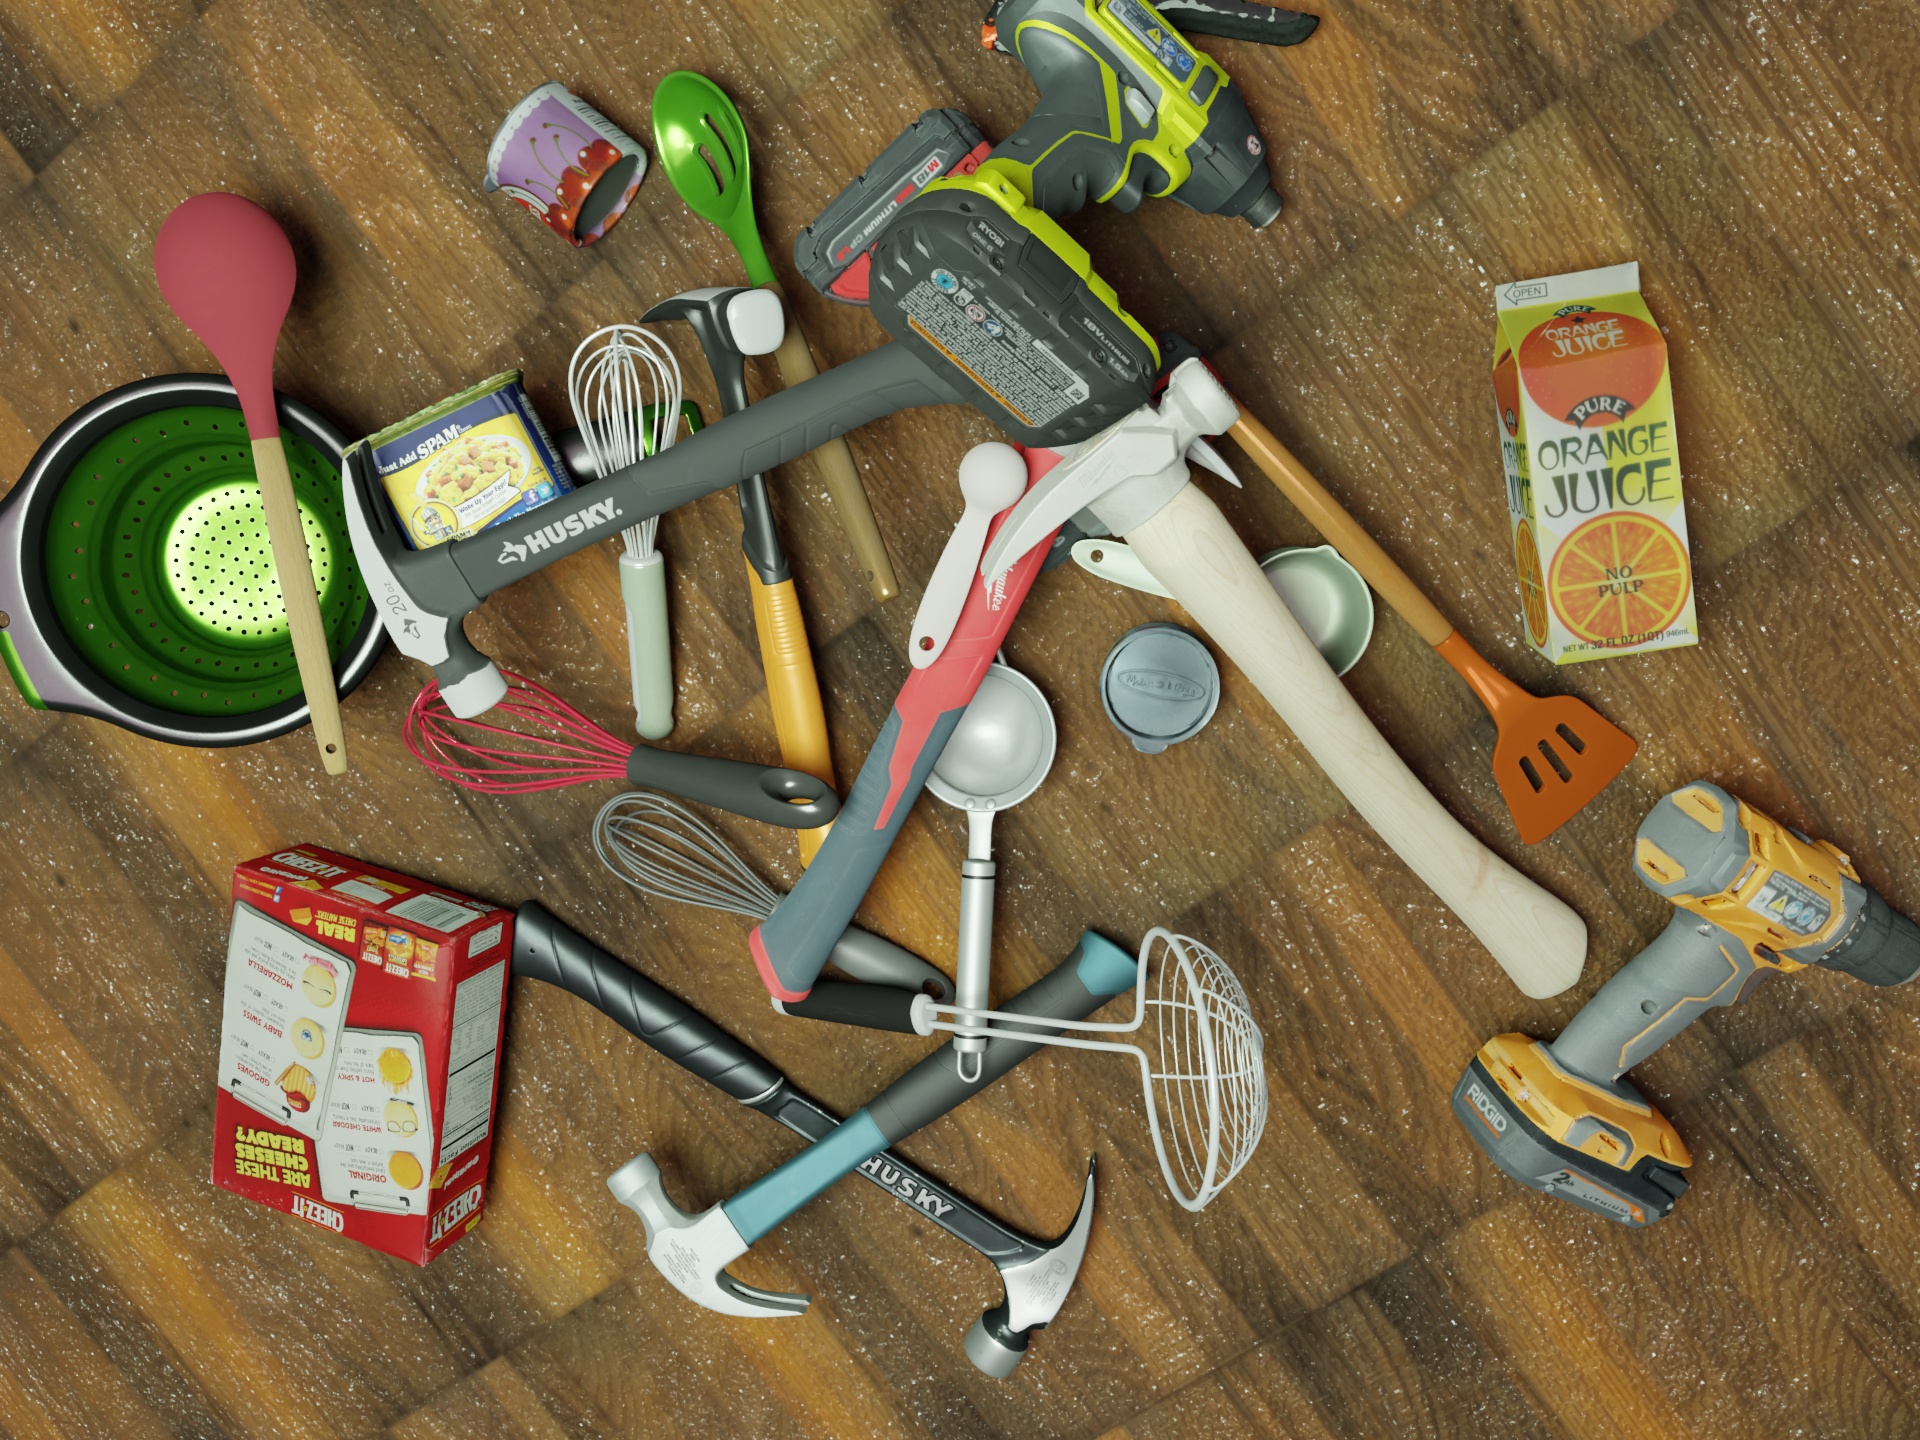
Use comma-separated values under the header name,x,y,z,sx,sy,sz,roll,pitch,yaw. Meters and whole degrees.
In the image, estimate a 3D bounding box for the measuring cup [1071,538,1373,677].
name,x,y,z,sx,sy,sz,roll,pitch,yaw
measuring cup,0.139,-0.070,0.862,0.167,0.038,0.083,17,101,-3

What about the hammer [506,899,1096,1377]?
name,x,y,z,sx,sy,sz,roll,pitch,yaw
hammer,-0.102,0.232,0.969,0.409,0.036,0.149,33,103,1

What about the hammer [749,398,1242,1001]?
name,x,y,z,sx,sy,sz,roll,pitch,yaw
hammer,-0.001,-0.003,0.851,0.143,0.038,0.386,27,108,-4

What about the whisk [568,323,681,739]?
name,x,y,z,sx,sy,sz,roll,pitch,yaw
whisk,-0.179,-0.098,0.886,0.059,0.058,0.246,-6,119,-14

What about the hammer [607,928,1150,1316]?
name,x,y,z,sx,sy,sz,roll,pitch,yaw
hammer,-0.037,0.226,0.925,0.331,0.033,0.128,-35,85,1

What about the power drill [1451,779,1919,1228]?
name,x,y,z,sx,sy,sz,roll,pitch,yaw
power drill,0.394,0.159,0.848,0.185,0.084,0.226,25,106,-22

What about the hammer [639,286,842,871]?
name,x,y,z,sx,sy,sz,roll,pitch,yaw
hammer,-0.108,-0.070,0.888,0.034,0.127,0.336,-20,112,-26

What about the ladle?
name,x,y,z,sx,sy,sz,roll,pitch,yaw
ladle,-0.368,-0.125,0.853,0.069,0.031,0.315,-11,99,-13

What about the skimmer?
name,x,y,z,sx,sy,sz,roll,pitch,yaw
skimmer,0.005,0.162,0.820,0.363,0.090,0.127,-2,92,43

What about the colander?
name,x,y,z,sx,sy,sz,roll,pitch,yaw
colander,-0.341,-0.114,0.919,0.397,0.094,0.204,-17,98,-7

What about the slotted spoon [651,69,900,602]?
name,x,y,z,sx,sy,sz,roll,pitch,yaw
slotted spoon,-0.094,-0.204,0.839,0.070,0.031,0.314,-34,74,48

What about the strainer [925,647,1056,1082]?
name,x,y,z,sx,sy,sz,roll,pitch,yaw
strainer,0.010,0.076,0.900,0.087,0.050,0.258,3,90,14

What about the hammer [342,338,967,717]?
name,x,y,z,sx,sy,sz,roll,pitch,yaw
hammer,-0.146,-0.126,0.791,0.335,0.035,0.146,-23,114,9

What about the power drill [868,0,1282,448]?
name,x,y,z,sx,sy,sz,roll,pitch,yaw
power drill,0.065,-0.246,0.758,0.171,0.080,0.223,37,60,-19

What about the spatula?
name,x,y,z,sx,sy,sz,roll,pitch,yaw
spatula,0.234,-0.062,0.836,0.081,0.041,0.322,-44,99,7

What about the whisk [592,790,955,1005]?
name,x,y,z,sx,sy,sz,roll,pitch,yaw
whisk,-0.109,0.110,0.943,0.239,0.055,0.055,28,104,-3

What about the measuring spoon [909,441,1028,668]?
name,x,y,z,sx,sy,sz,roll,pitch,yaw
measuring spoon,0.000,-0.079,0.796,0.034,0.018,0.124,21,109,-4

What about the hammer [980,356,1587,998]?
name,x,y,z,sx,sy,sz,roll,pitch,yaw
hammer,0.189,0.013,0.824,0.146,0.038,0.410,-39,110,14

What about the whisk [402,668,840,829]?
name,x,y,z,sx,sy,sz,roll,pitch,yaw
whisk,-0.197,0.022,0.894,0.296,0.073,0.073,11,103,25

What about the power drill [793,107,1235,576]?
name,x,y,z,sx,sy,sz,roll,pitch,yaw
power drill,0.011,-0.186,0.851,0.188,0.080,0.226,-41,96,14
